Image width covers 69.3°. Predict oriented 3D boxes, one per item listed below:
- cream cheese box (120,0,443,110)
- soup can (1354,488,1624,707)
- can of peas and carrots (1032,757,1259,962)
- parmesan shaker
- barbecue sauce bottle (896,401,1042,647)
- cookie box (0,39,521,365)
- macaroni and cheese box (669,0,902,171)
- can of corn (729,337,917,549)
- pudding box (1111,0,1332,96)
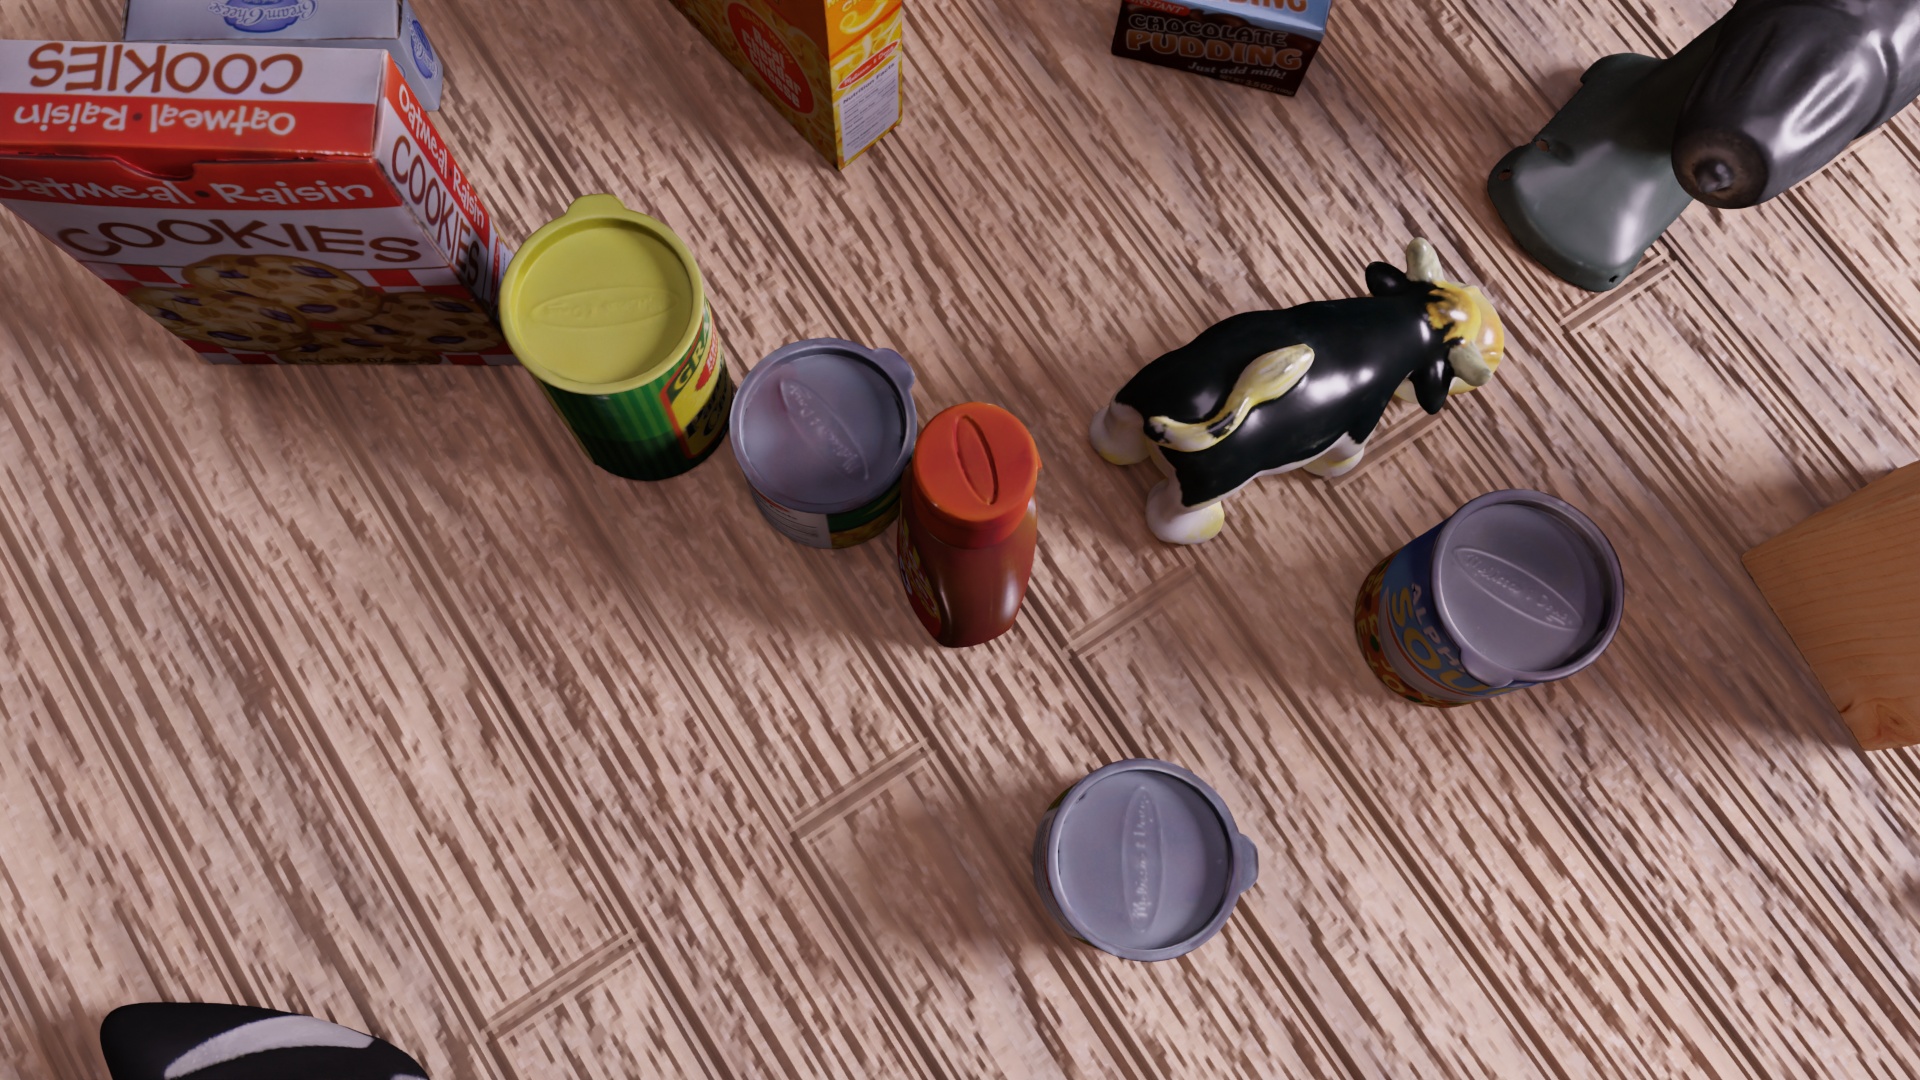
[{"bbox_3d":[-0.266,-0.194,0.552,0.104,0.053,0.024,-2,76,-3],"label":"cream cheese box"},{"bbox_3d":[0.186,0.026,0.503,0.071,0.083,0.071,1,76,-3],"label":"soup can"},{"bbox_3d":[0.063,0.112,0.488,0.071,0.058,0.071,1,76,-3],"label":"can of peas and carrots"},{"bbox_3d":[-0.119,-0.069,0.502,0.071,0.103,0.071,1,76,-3],"label":"parmesan shaker"},{"bbox_3d":[0.002,-0.006,0.469,0.044,0.148,0.065,-16,77,-6],"label":"barbecue sauce bottle"},{"bbox_3d":[-0.230,-0.105,0.473,0.123,0.167,0.040,0,76,-3],"label":"cookie box"},{"bbox_3d":[-0.075,-0.229,0.513,0.040,0.166,0.124,-42,82,-11],"label":"macaroni and cheese box"},{"bbox_3d":[-0.048,-0.036,0.520,0.071,0.058,0.071,1,76,-3],"label":"can of corn"},{"bbox_3d":[0.109,-0.219,0.580,0.084,0.049,0.030,14,76,1],"label":"pudding box"}]
